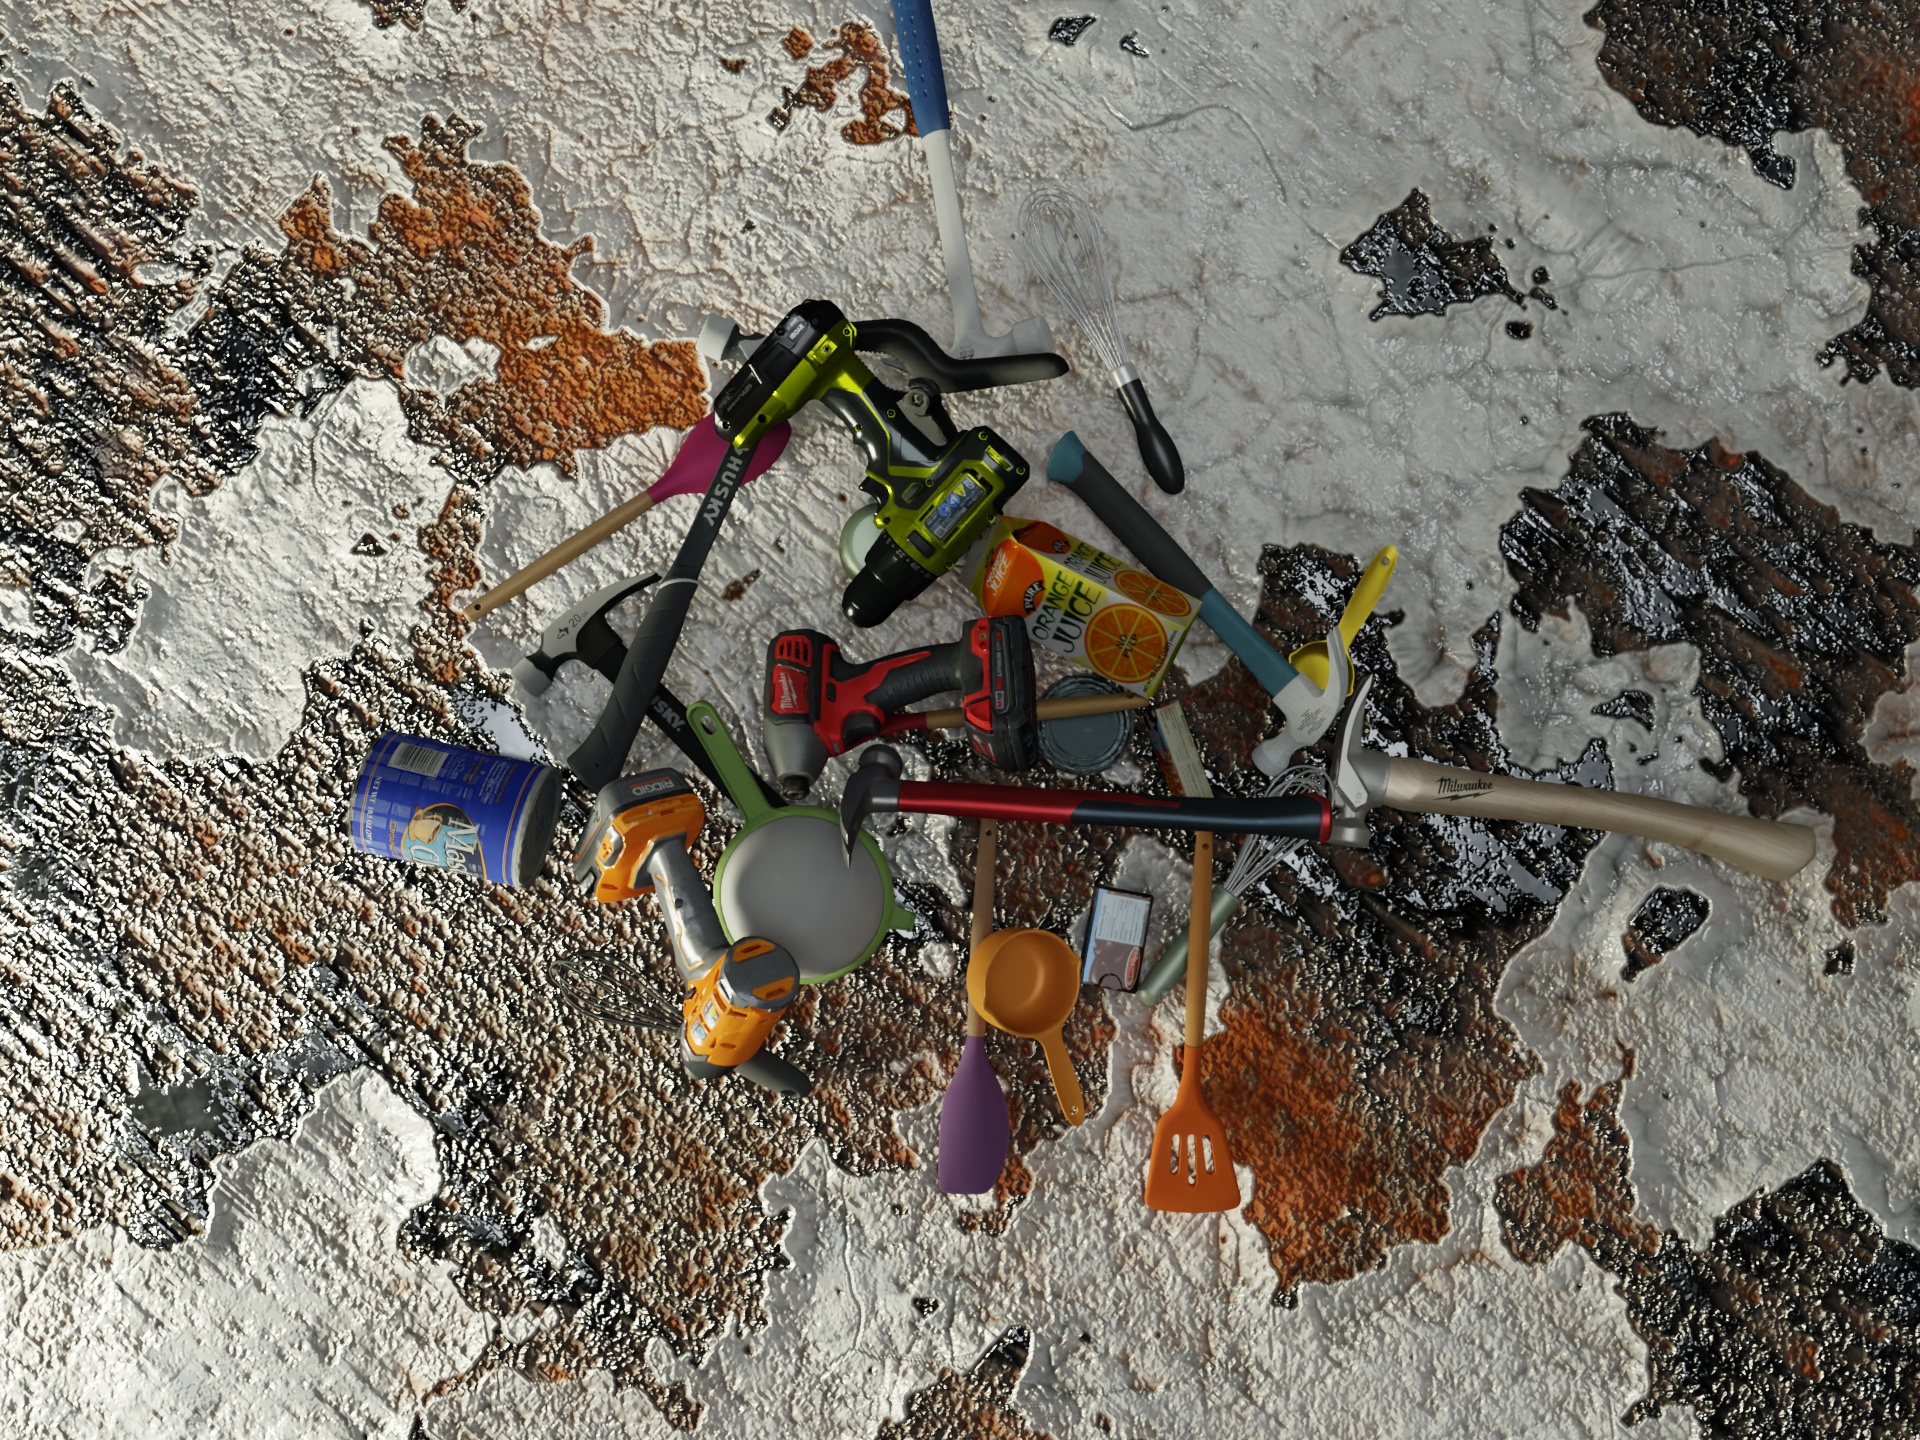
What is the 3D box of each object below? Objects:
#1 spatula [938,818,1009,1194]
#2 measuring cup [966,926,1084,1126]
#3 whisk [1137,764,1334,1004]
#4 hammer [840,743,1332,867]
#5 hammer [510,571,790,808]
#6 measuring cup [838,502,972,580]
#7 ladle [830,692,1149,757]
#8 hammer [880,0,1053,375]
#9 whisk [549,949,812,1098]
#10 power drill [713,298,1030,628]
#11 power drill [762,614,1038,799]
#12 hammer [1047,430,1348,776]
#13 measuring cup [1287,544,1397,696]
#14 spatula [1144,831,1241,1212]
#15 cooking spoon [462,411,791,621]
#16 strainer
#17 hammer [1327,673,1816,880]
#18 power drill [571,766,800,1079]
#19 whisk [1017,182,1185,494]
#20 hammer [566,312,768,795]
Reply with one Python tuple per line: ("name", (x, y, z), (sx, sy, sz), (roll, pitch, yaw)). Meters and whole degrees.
("spatula", (0.017, 0.239, 1.335), (0.059, 0.018, 0.316), (3, 88, -8))
("measuring cup", (0.062, 0.253, 1.317), (0.095, 0.052, 0.173), (-22, 100, -23))
("whisk", (0.229, 0.139, 1.336), (0.059, 0.057, 0.246), (38, 90, 35))
("hammer", (0.098, 0.077, 1.261), (0.386, 0.143, 0.038), (3, 118, 6))
("hammer", (-0.208, 0.023, 1.332), (0.335, 0.035, 0.146), (44, 88, 1))
("measuring cup", (-0.021, -0.143, 1.342), (0.167, 0.038, 0.083), (4, 87, 1))
("ladle", (-0.002, -0.004, 1.318), (0.315, 0.031, 0.069), (-5, 53, 6))
("hammer", (-0.025, -0.484, 1.348), (0.144, 0.035, 0.405), (-12, 83, 21))
("whisk", (-0.230, 0.255, 1.316), (0.239, 0.055, 0.055), (28, 87, -5))
("power drill", (-0.084, -0.204, 1.277), (0.228, 0.080, 0.190), (42, 102, -7))
("power drill", (-0.051, -0.009, 1.271), (0.219, 0.078, 0.143), (-4, 60, 8))
("hammer", (0.192, -0.112, 1.332), (0.331, 0.033, 0.128), (47, 121, 6))
("measuring cup", (0.328, -0.080, 1.355), (0.062, 0.029, 0.156), (31, 84, 0))
("spatula", (0.196, 0.247, 1.310), (0.081, 0.041, 0.322), (1, 101, -1))
("cooking spoon", (-0.284, -0.175, 1.348), (0.319, 0.017, 0.069), (-34, 88, -4))
("strainer", (-0.156, 0.101, 1.277), (0.151, 0.069, 0.256), (-28, 96, 8))
("hammer", (0.519, 0.063, 1.348), (0.410, 0.038, 0.146), (9, 86, -1))
("power drill", (-0.221, 0.170, 1.255), (0.084, 0.164, 0.227), (-14, 60, -40))
("whisk", (0.125, -0.322, 1.351), (0.070, 0.070, 0.284), (-25, 93, -3))
("hammer", (-0.219, -0.127, 1.308), (0.149, 0.036, 0.409), (24, 80, -9))
